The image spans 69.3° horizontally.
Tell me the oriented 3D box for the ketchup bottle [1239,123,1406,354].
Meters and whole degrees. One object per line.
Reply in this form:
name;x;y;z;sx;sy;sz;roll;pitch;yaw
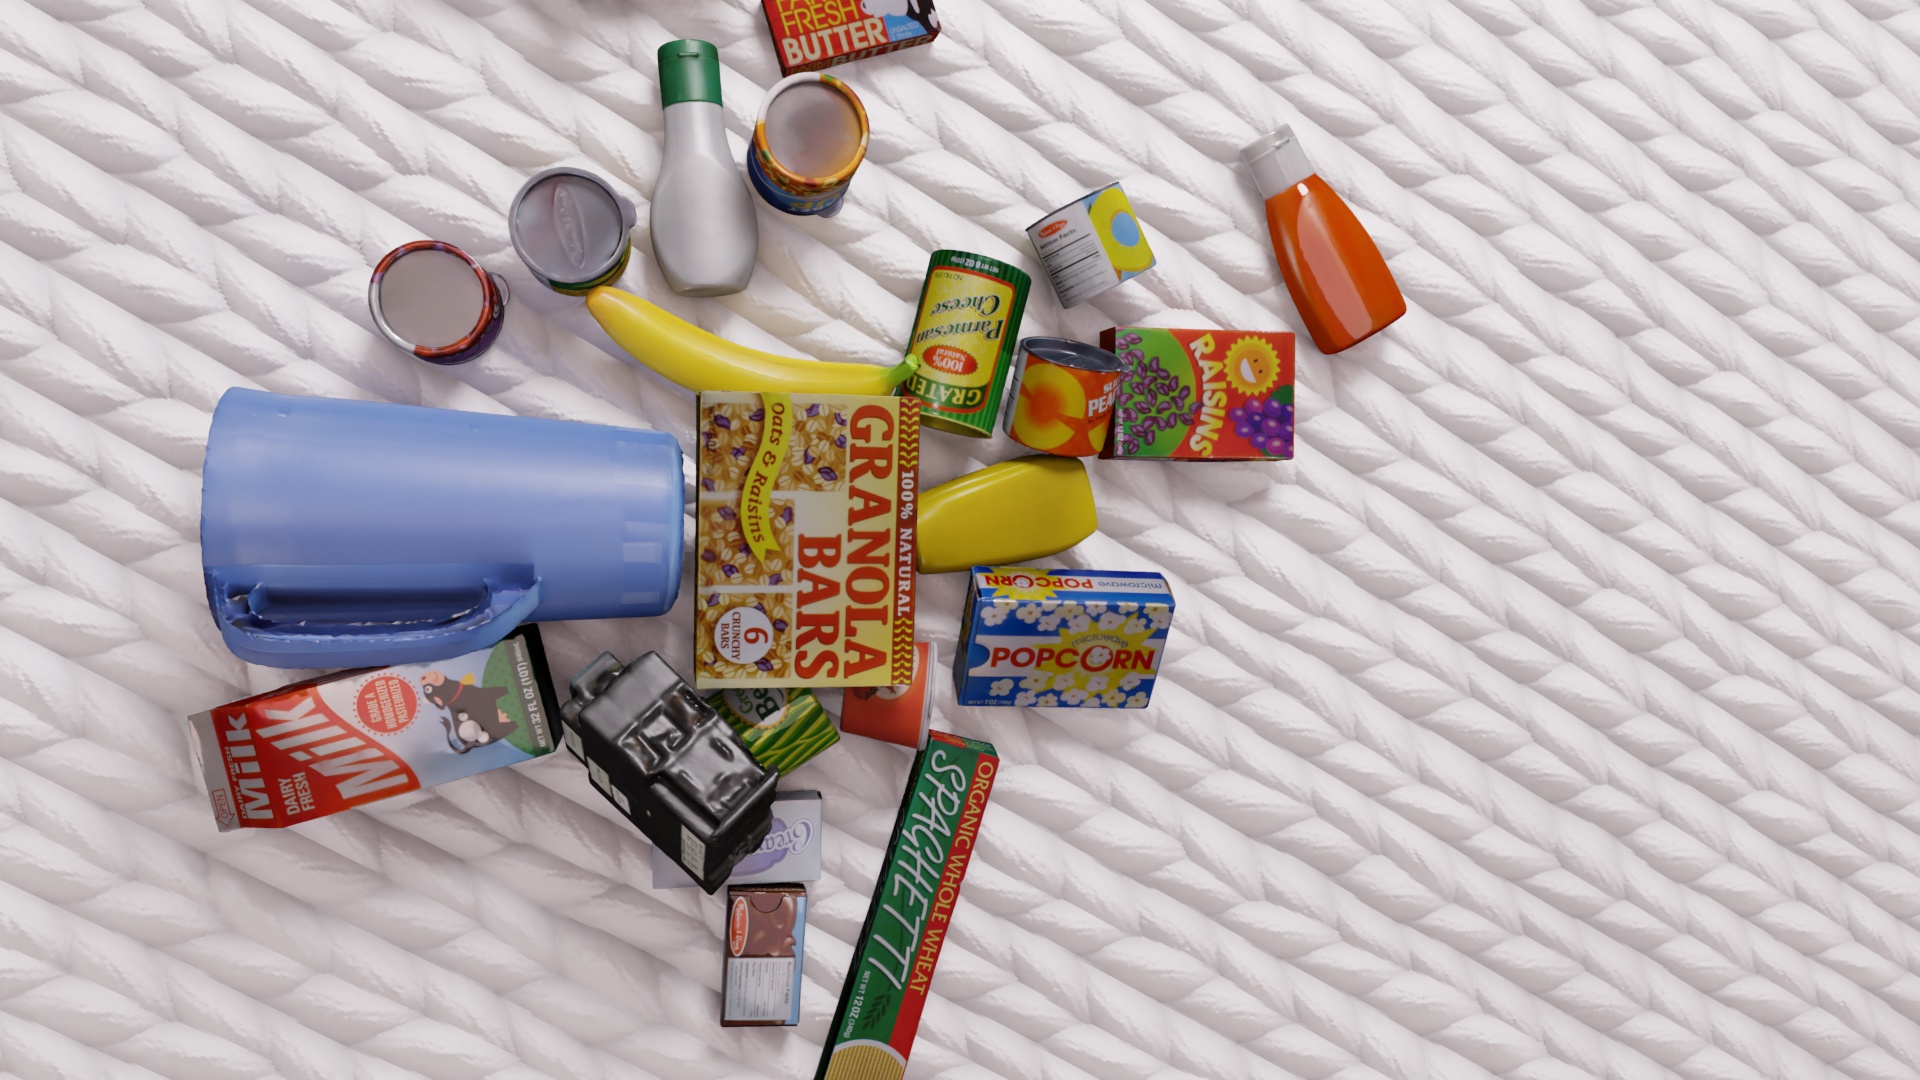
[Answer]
ketchup bottle;0.235;-0.201;0.917;0.065;0.043;0.148;-31;97;-10

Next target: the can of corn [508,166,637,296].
can of corn;-0.225;-0.180;0.814;0.071;0.058;0.071;0;91;-12

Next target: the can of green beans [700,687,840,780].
can of green beans;-0.113;0.108;0.838;0.058;0.071;0.071;-33;97;-10

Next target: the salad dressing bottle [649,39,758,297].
salad dressing bottle;-0.157;-0.223;0.836;0.064;0.044;0.147;-5;91;-10

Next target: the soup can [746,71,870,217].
soup can;-0.090;-0.233;0.829;0.071;0.084;0.071;0;92;-12

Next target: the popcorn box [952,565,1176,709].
popcorn box;0.063;0.062;0.870;0.127;0.038;0.084;2;124;-12

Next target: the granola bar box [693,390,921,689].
granola bar box;-0.088;-0.001;0.788;0.124;0.039;0.165;1;97;-13

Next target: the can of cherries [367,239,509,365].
can of cherries;-0.299;-0.138;0.800;0.071;0.058;0.071;0;92;-11

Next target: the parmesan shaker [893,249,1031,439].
parmesan shaker;-0.002;-0.121;0.859;0.071;0.071;0.103;15;88;-12

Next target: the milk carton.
milk carton;-0.331;0.107;0.790;0.191;0.073;0.072;-14;94;-11

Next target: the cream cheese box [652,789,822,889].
cream cheese box;-0.137;0.184;0.857;0.104;0.024;0.053;-1;93;-12

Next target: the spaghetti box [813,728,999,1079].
spaghetti box;-0.035;0.244;0.877;0.050;0.028;0.250;18;88;-12

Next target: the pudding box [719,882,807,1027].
pudding box;-0.122;0.255;0.858;0.050;0.030;0.083;3;90;-11

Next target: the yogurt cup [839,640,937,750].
yogurt cup;-0.045;0.093;0.855;0.054;0.072;0.072;7;90;-4

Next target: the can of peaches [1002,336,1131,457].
can of peaches;0.065;-0.089;0.864;0.071;0.071;0.057;8;112;-12

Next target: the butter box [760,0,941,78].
butter box;-0.069;-0.326;0.862;0.104;0.024;0.053;-19;94;-11

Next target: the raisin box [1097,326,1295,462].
raisin box;0.154;-0.094;0.905;0.123;0.040;0.086;0;90;-10

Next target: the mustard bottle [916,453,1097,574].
mustard bottle;0.003;-0.011;0.870;0.160;0.049;0.065;-13;96;-10

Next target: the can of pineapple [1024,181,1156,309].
can of pineapple;0.084;-0.186;0.875;0.071;0.071;0.058;-28;97;-10
